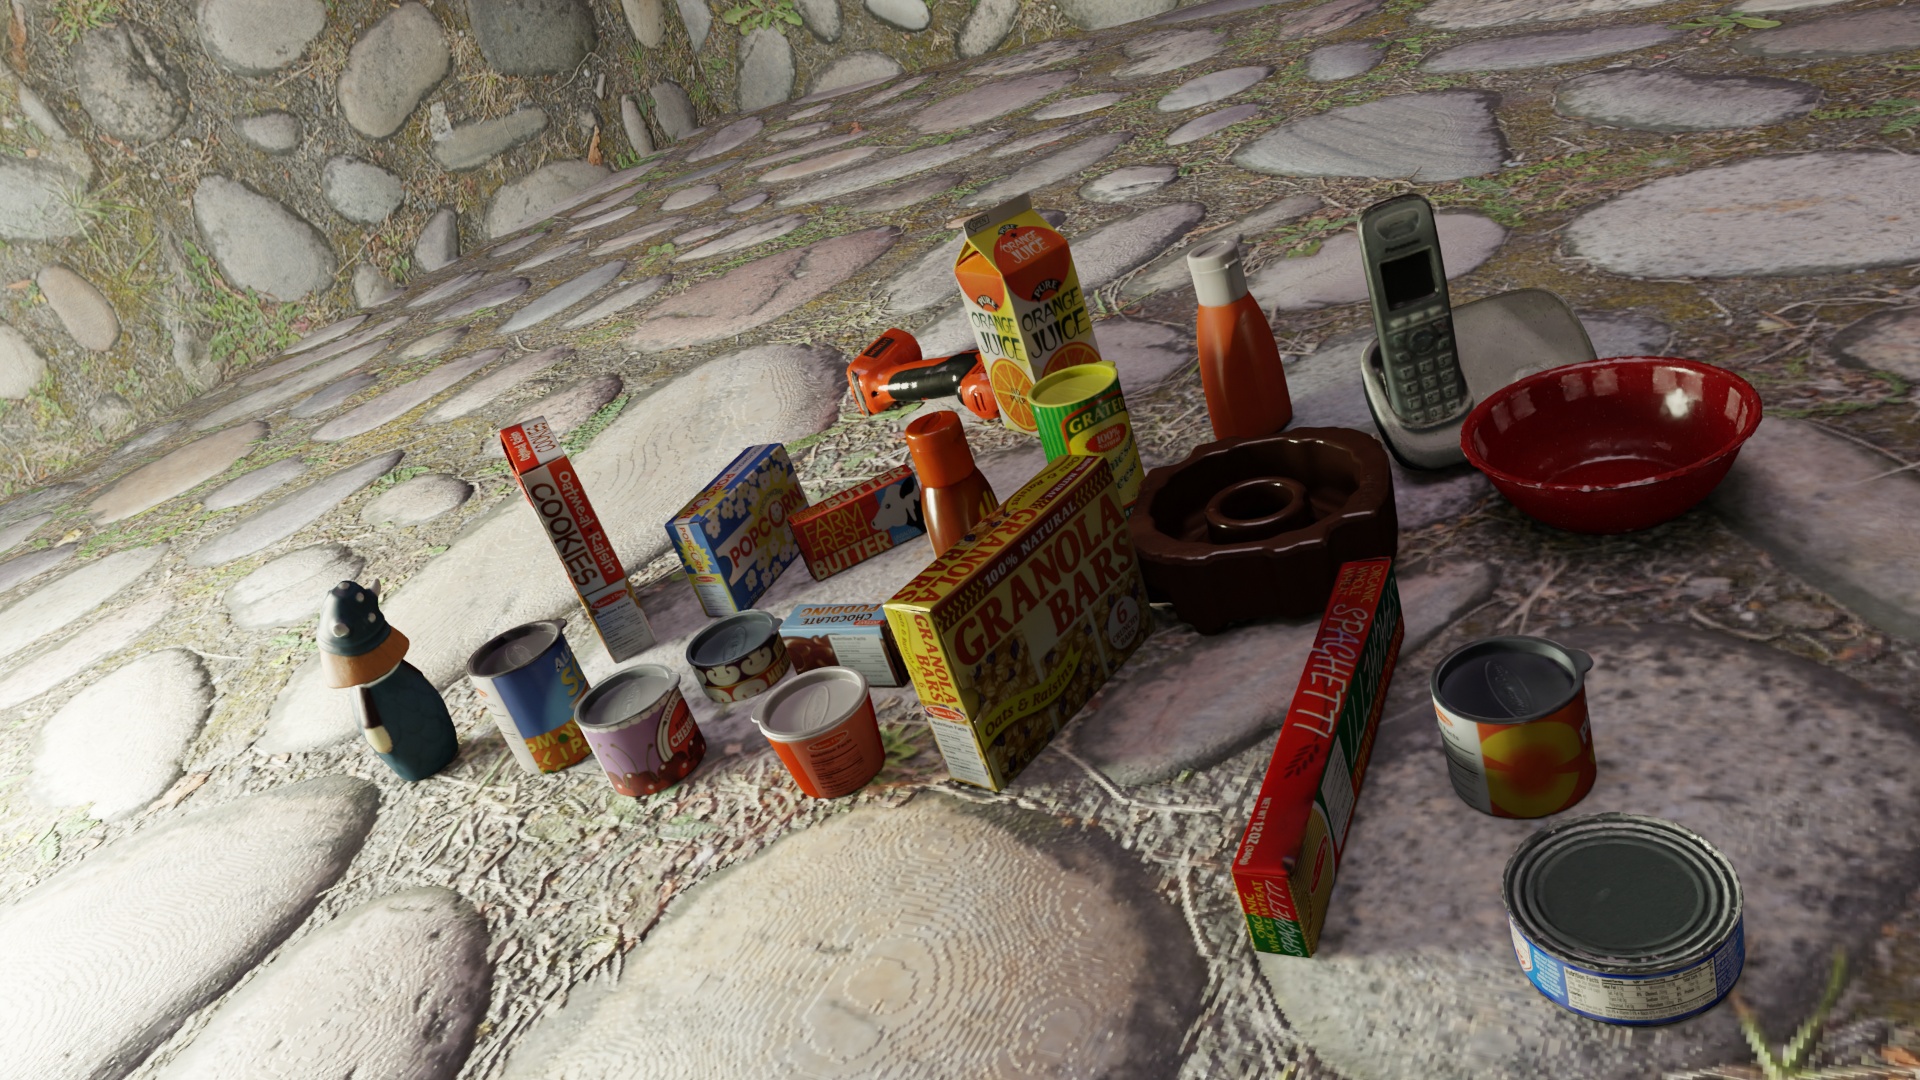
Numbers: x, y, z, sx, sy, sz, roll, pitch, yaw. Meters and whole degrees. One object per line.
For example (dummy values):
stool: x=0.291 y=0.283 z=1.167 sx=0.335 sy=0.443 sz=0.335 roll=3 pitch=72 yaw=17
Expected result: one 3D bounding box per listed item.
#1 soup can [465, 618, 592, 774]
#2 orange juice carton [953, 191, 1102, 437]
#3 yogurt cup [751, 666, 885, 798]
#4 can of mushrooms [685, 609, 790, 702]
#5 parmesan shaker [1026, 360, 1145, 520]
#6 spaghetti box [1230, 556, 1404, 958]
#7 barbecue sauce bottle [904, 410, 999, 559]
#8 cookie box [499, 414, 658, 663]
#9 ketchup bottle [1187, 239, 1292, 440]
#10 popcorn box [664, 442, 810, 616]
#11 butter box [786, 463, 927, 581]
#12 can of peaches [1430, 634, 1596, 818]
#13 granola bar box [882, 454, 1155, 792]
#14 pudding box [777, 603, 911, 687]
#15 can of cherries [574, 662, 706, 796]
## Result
soup can: x=-0.283 y=0.105 z=0.943 sx=0.071 sy=0.083 sz=0.072 roll=-16 pitch=26 yaw=8
orange juice carton: x=0.057 y=-0.186 z=1.151 sx=0.072 sy=0.192 sz=0.073 roll=-32 pitch=28 yaw=-24
yogurt cup: x=-0.078 y=0.115 z=0.820 sx=0.072 sy=0.053 sz=0.073 roll=-16 pitch=26 yaw=8
can of mushrooms: x=-0.151 y=0.079 z=0.960 sx=0.071 sy=0.033 sz=0.071 roll=-16 pitch=26 yaw=8
parmesan shaker: x=0.096 y=-0.068 z=0.999 sx=0.071 sy=0.102 sz=0.071 roll=-16 pitch=26 yaw=8
spaghetti box: x=0.183 y=0.095 z=0.686 sx=0.028 sy=0.050 sz=0.251 roll=-3 pitch=30 yaw=30
barbecue sauce bottle: x=0.003 y=-0.011 z=0.900 sx=0.043 sy=0.148 sz=0.065 roll=-5 pitch=29 yaw=28
cookie box: x=-0.295 y=-0.003 z=1.065 sx=0.040 sy=0.166 sz=0.123 roll=-27 pitch=27 yaw=-14
ketchup bottle: x=0.203 y=-0.146 z=1.025 sx=0.065 sy=0.148 sz=0.043 roll=-32 pitch=28 yaw=-24
popcorn box: x=-0.168 y=-0.010 z=1.085 sx=0.038 sy=0.085 sz=0.127 roll=-4 pitch=30 yaw=30
butter box: x=-0.077 y=-0.014 z=1.067 sx=0.104 sy=0.053 sz=0.024 roll=-25 pitch=26 yaw=-11
can of peaches: x=0.259 y=0.085 z=0.644 sx=0.071 sy=0.057 sz=0.071 roll=-16 pitch=26 yaw=8
granola bar box: x=0.041 y=0.044 z=0.797 sx=0.039 sy=0.123 sz=0.166 roll=7 pitch=36 yaw=43
pudding box: x=-0.073 y=0.068 z=0.910 sx=0.083 sy=0.049 sz=0.030 roll=-3 pitch=30 yaw=30
can of cherries: x=-0.201 y=0.120 z=0.887 sx=0.071 sy=0.058 sz=0.072 roll=-16 pitch=26 yaw=8
